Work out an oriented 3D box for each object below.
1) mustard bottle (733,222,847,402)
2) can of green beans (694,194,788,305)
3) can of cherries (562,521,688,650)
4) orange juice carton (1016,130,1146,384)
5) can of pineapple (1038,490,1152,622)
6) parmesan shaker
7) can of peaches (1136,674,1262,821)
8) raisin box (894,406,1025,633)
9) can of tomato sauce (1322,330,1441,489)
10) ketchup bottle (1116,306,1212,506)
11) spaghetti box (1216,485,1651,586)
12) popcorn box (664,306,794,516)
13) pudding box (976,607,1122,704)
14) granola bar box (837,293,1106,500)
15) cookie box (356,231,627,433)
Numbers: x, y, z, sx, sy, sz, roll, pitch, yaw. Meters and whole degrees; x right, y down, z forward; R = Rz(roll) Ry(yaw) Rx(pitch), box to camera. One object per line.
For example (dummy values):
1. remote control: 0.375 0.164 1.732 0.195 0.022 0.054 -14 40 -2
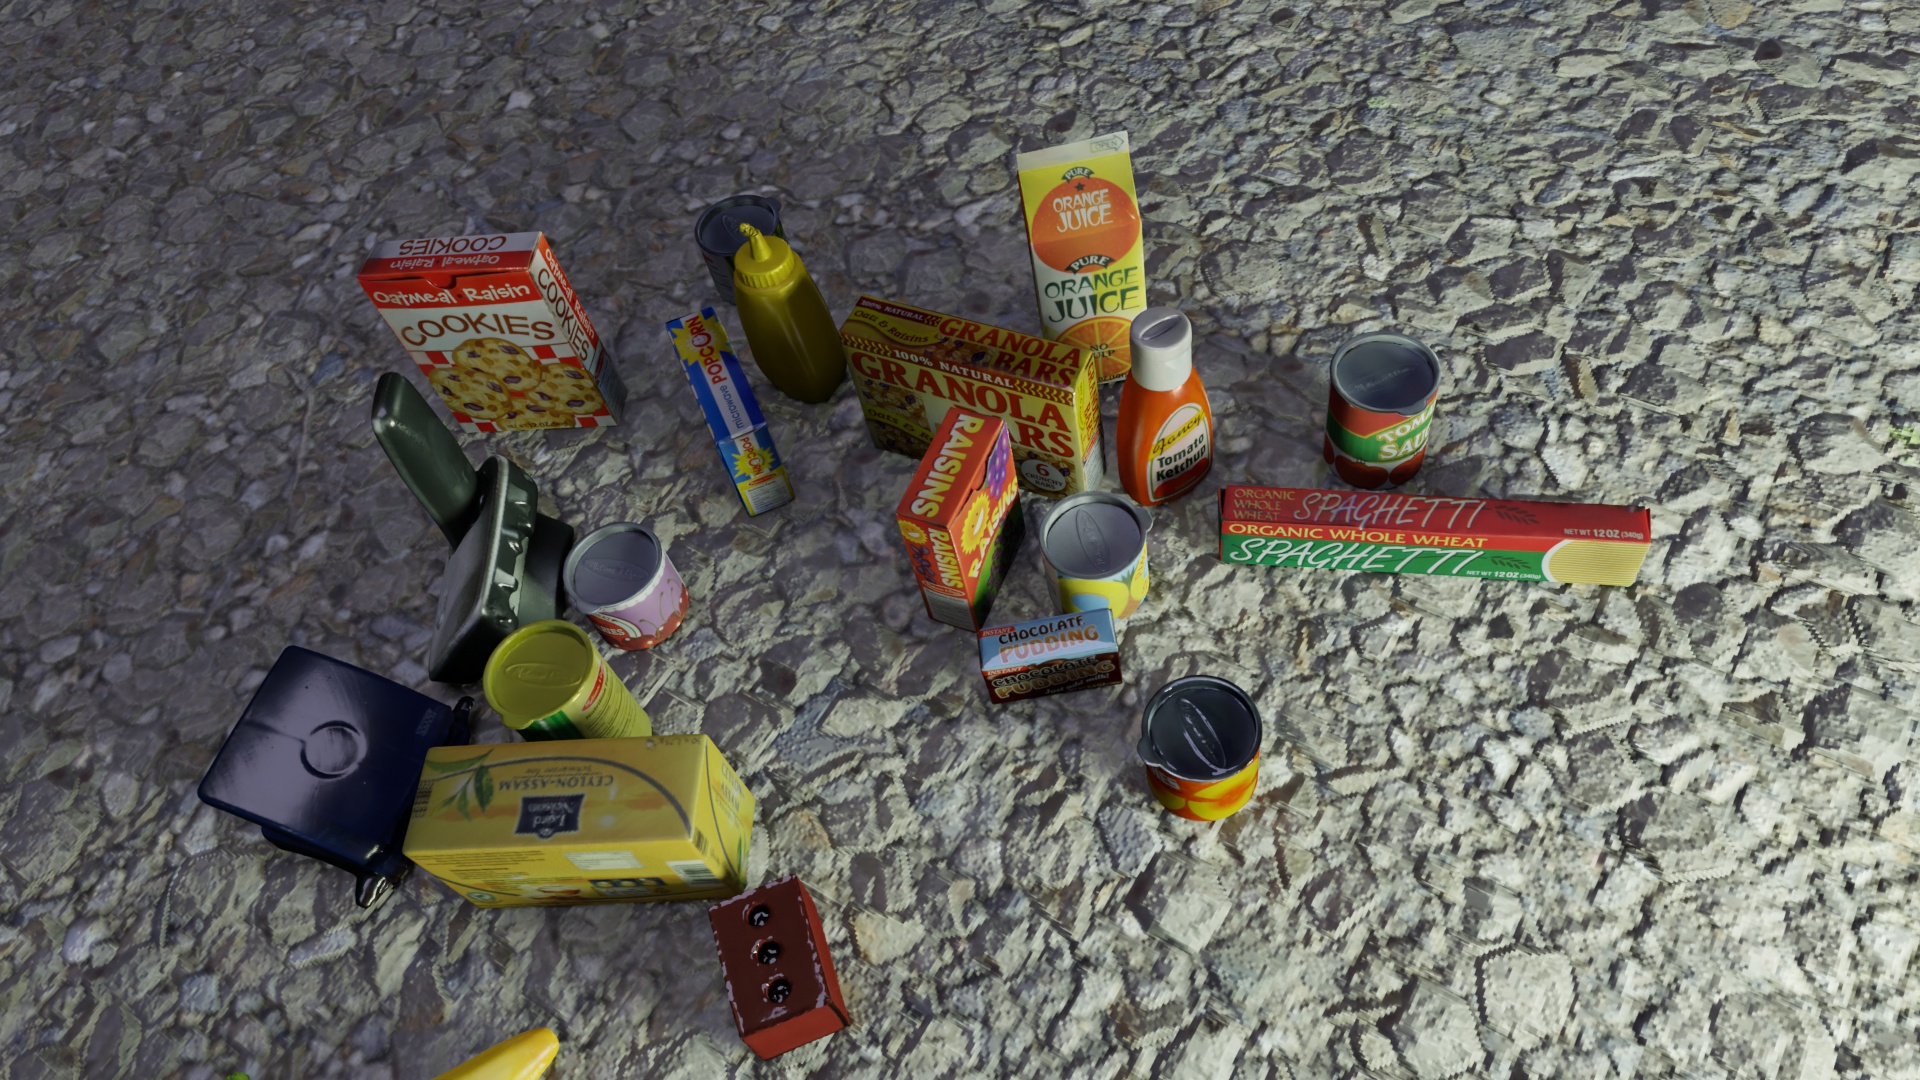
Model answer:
1. mustard bottle: -0.124 -0.163 0.967 0.065 0.159 0.049 23 63 24
2. can of green beans: -0.166 -0.225 1.080 0.071 0.057 0.071 -5 55 7
3. can of cherries: -0.220 0.032 0.912 0.071 0.058 0.072 -5 55 7
4. orange juice carton: 0.082 -0.191 0.930 0.072 0.191 0.073 -10 55 4
5. can of pineapple: 0.086 0.012 0.872 0.071 0.057 0.071 -5 55 7
6. parmesan shaker: -0.236 0.104 0.838 0.071 0.102 0.071 -5 55 7
7. can of peaches: 0.135 0.119 0.789 0.071 0.057 0.071 -5 55 7
8. raisin box: 0.003 -0.011 0.862 0.040 0.122 0.086 16 60 20
9. can of tomato sauce: 0.269 -0.081 0.887 0.071 0.082 0.071 -5 55 7
10. ketchup bottle: 0.127 -0.085 0.875 0.065 0.148 0.044 -31 56 -11
11. spaghetti box: 0.283 -0.003 0.851 0.250 0.050 0.029 3 57 12
12. popcorn box: -0.160 -0.090 0.969 0.038 0.084 0.127 -24 55 -6
13. pudding box: 0.055 0.070 0.842 0.084 0.049 0.030 -10 55 4
14. granola bar box: 0.011 -0.092 0.916 0.166 0.123 0.039 17 61 21
15. cookie box: -0.326 -0.143 0.985 0.123 0.166 0.040 -2 56 9
